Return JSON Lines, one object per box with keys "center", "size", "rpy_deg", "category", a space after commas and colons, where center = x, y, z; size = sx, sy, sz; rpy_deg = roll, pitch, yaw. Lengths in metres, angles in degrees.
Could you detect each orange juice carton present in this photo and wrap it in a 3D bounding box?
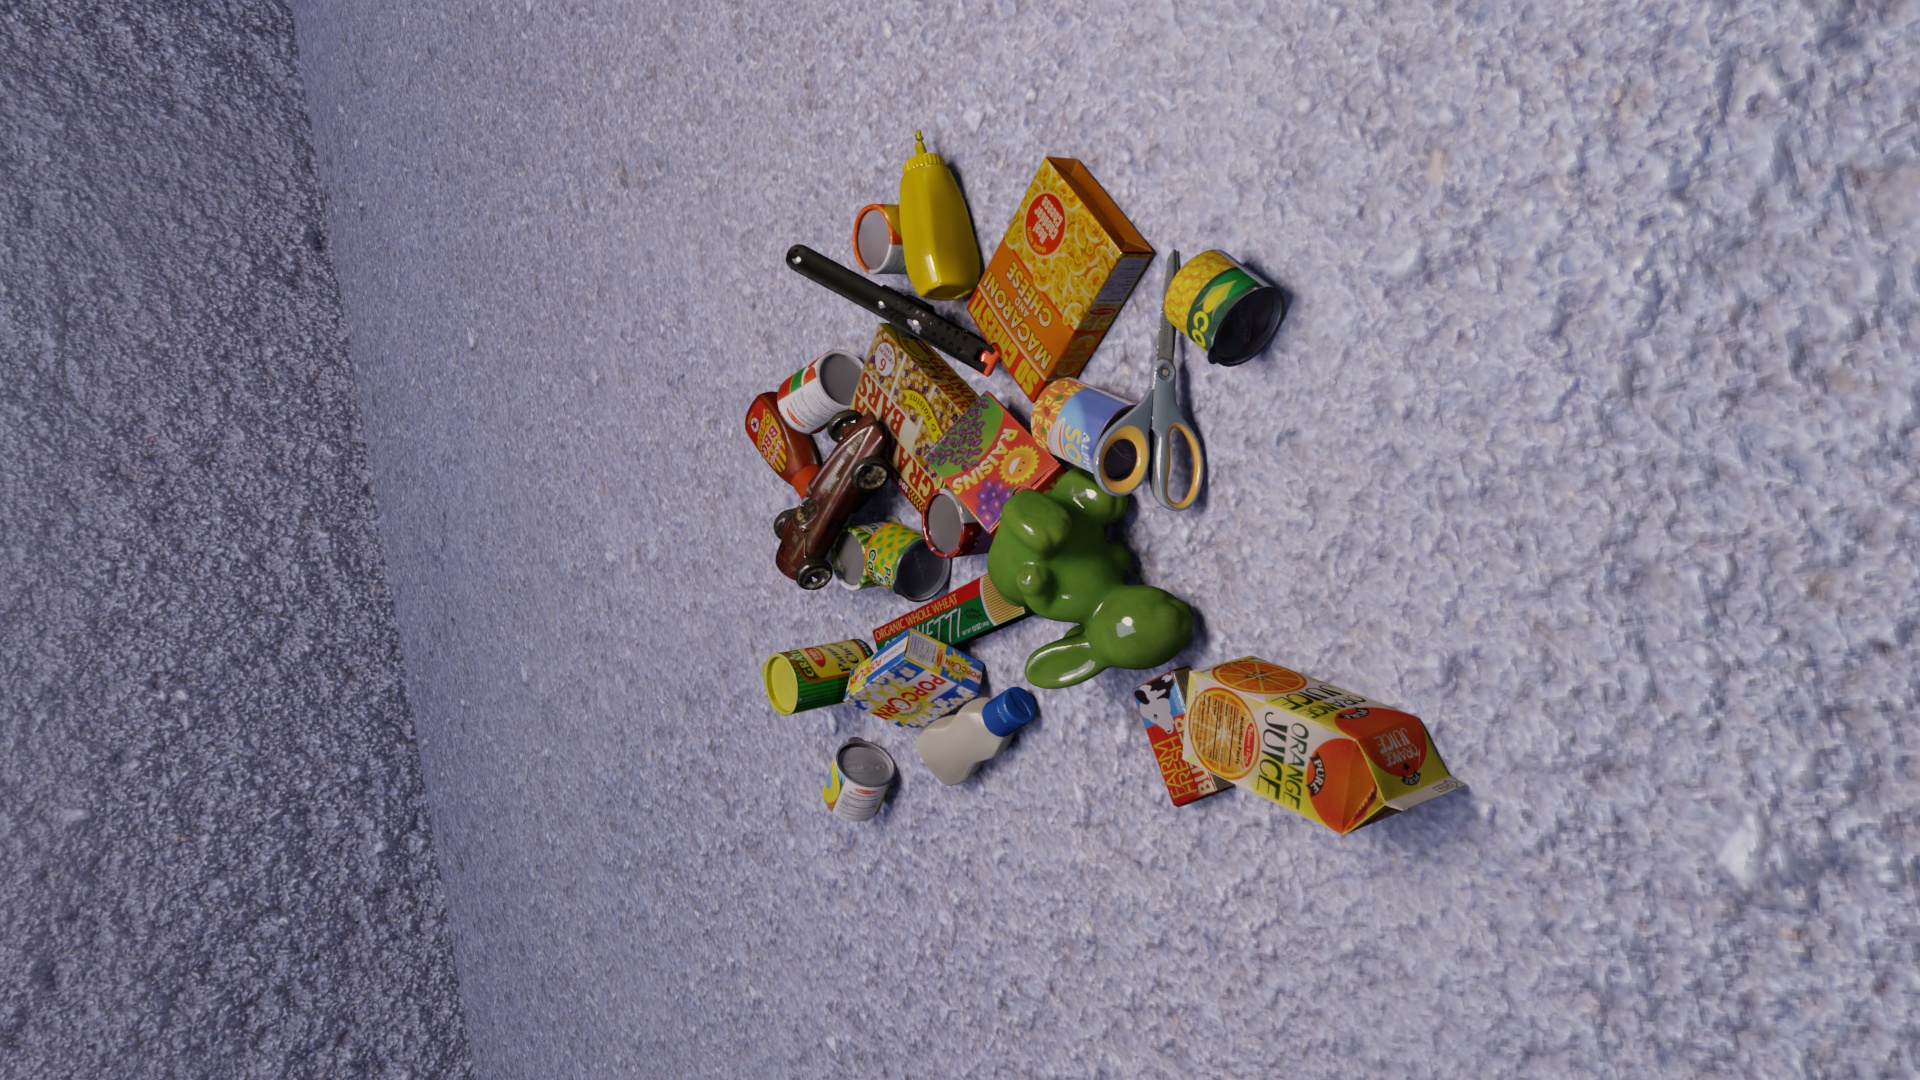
{"center": [0.253, 0.147, 0.984], "size": [0.193, 0.072, 0.072], "rpy_deg": [20, 112, 49], "category": "orange juice carton"}

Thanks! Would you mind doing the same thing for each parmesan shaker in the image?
{"center": [-0.149, 0.142, 1.474], "size": [0.071, 0.103, 0.071], "rpy_deg": [13, 107, 50], "category": "parmesan shaker"}

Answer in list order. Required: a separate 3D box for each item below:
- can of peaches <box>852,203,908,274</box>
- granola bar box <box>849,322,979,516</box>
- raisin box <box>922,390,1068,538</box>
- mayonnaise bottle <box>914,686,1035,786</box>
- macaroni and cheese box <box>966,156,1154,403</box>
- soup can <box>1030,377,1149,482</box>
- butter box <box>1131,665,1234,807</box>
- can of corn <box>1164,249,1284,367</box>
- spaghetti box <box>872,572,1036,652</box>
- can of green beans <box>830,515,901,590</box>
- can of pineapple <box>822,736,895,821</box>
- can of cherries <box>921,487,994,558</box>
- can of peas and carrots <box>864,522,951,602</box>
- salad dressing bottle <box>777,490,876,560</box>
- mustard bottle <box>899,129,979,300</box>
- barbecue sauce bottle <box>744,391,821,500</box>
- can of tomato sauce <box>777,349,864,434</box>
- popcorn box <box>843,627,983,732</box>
{"center": [-0.063, -0.288, 1.320], "size": [0.071, 0.058, 0.071], "rpy_deg": [14, 108, 50], "category": "can of peaches"}
{"center": [-0.042, -0.115, 1.341], "size": [0.166, 0.039, 0.123], "rpy_deg": [49, 132, 35], "category": "granola bar box"}
{"center": [0.033, -0.063, 1.215], "size": [0.086, 0.040, 0.124], "rpy_deg": [-45, 49, 5], "category": "raisin box"}
{"center": [0.016, 0.182, 1.316], "size": [0.065, 0.041, 0.147], "rpy_deg": [52, 136, 3], "category": "mayonnaise bottle"}
{"center": [0.078, -0.217, 1.167], "size": [0.124, 0.040, 0.165], "rpy_deg": [58, 136, 29], "category": "macaroni and cheese box"}
{"center": [0.106, -0.089, 1.130], "size": [0.084, 0.071, 0.071], "rpy_deg": [30, 120, 46], "category": "soup can"}
{"center": [0.179, 0.159, 1.120], "size": [0.053, 0.024, 0.103], "rpy_deg": [-35, 69, 49], "category": "butter box"}
{"center": [0.189, -0.168, 1.009], "size": [0.058, 0.071, 0.070], "rpy_deg": [49, 132, 37], "category": "can of corn"}
{"center": [-0.007, 0.078, 1.341], "size": [0.249, 0.029, 0.050], "rpy_deg": [-28, 73, 50], "category": "spaghetti box"}
{"center": [-0.091, 0.015, 1.413], "size": [0.071, 0.058, 0.071], "rpy_deg": [13, 107, 50], "category": "can of green beans"}
{"center": [-0.108, 0.254, 1.475], "size": [0.071, 0.071, 0.057], "rpy_deg": [49, 132, 35], "category": "can of pineapple"}
{"center": [0.005, -0.016, 1.284], "size": [0.071, 0.058, 0.071], "rpy_deg": [12, 106, 50], "category": "can of cherries"}
{"center": [-0.054, 0.022, 1.356], "size": [0.059, 0.071, 0.070], "rpy_deg": [23, 115, 48], "category": "can of peas and carrots"}
{"center": [-0.140, -0.023, 1.471], "size": [0.147, 0.064, 0.044], "rpy_deg": [-44, 42, 37], "category": "salad dressing bottle"}
{"center": [-0.025, -0.300, 1.269], "size": [0.048, 0.065, 0.160], "rpy_deg": [-22, 73, 46], "category": "mustard bottle"}
{"center": [-0.185, -0.095, 1.526], "size": [0.149, 0.044, 0.064], "rpy_deg": [54, 134, 31], "category": "barbecue sauce bottle"}
{"center": [-0.141, -0.155, 1.441], "size": [0.083, 0.071, 0.071], "rpy_deg": [-23, 78, 51], "category": "can of tomato sauce"}
{"center": [-0.046, 0.138, 1.354], "size": [0.126, 0.085, 0.038], "rpy_deg": [-38, 32, 49], "category": "popcorn box"}
